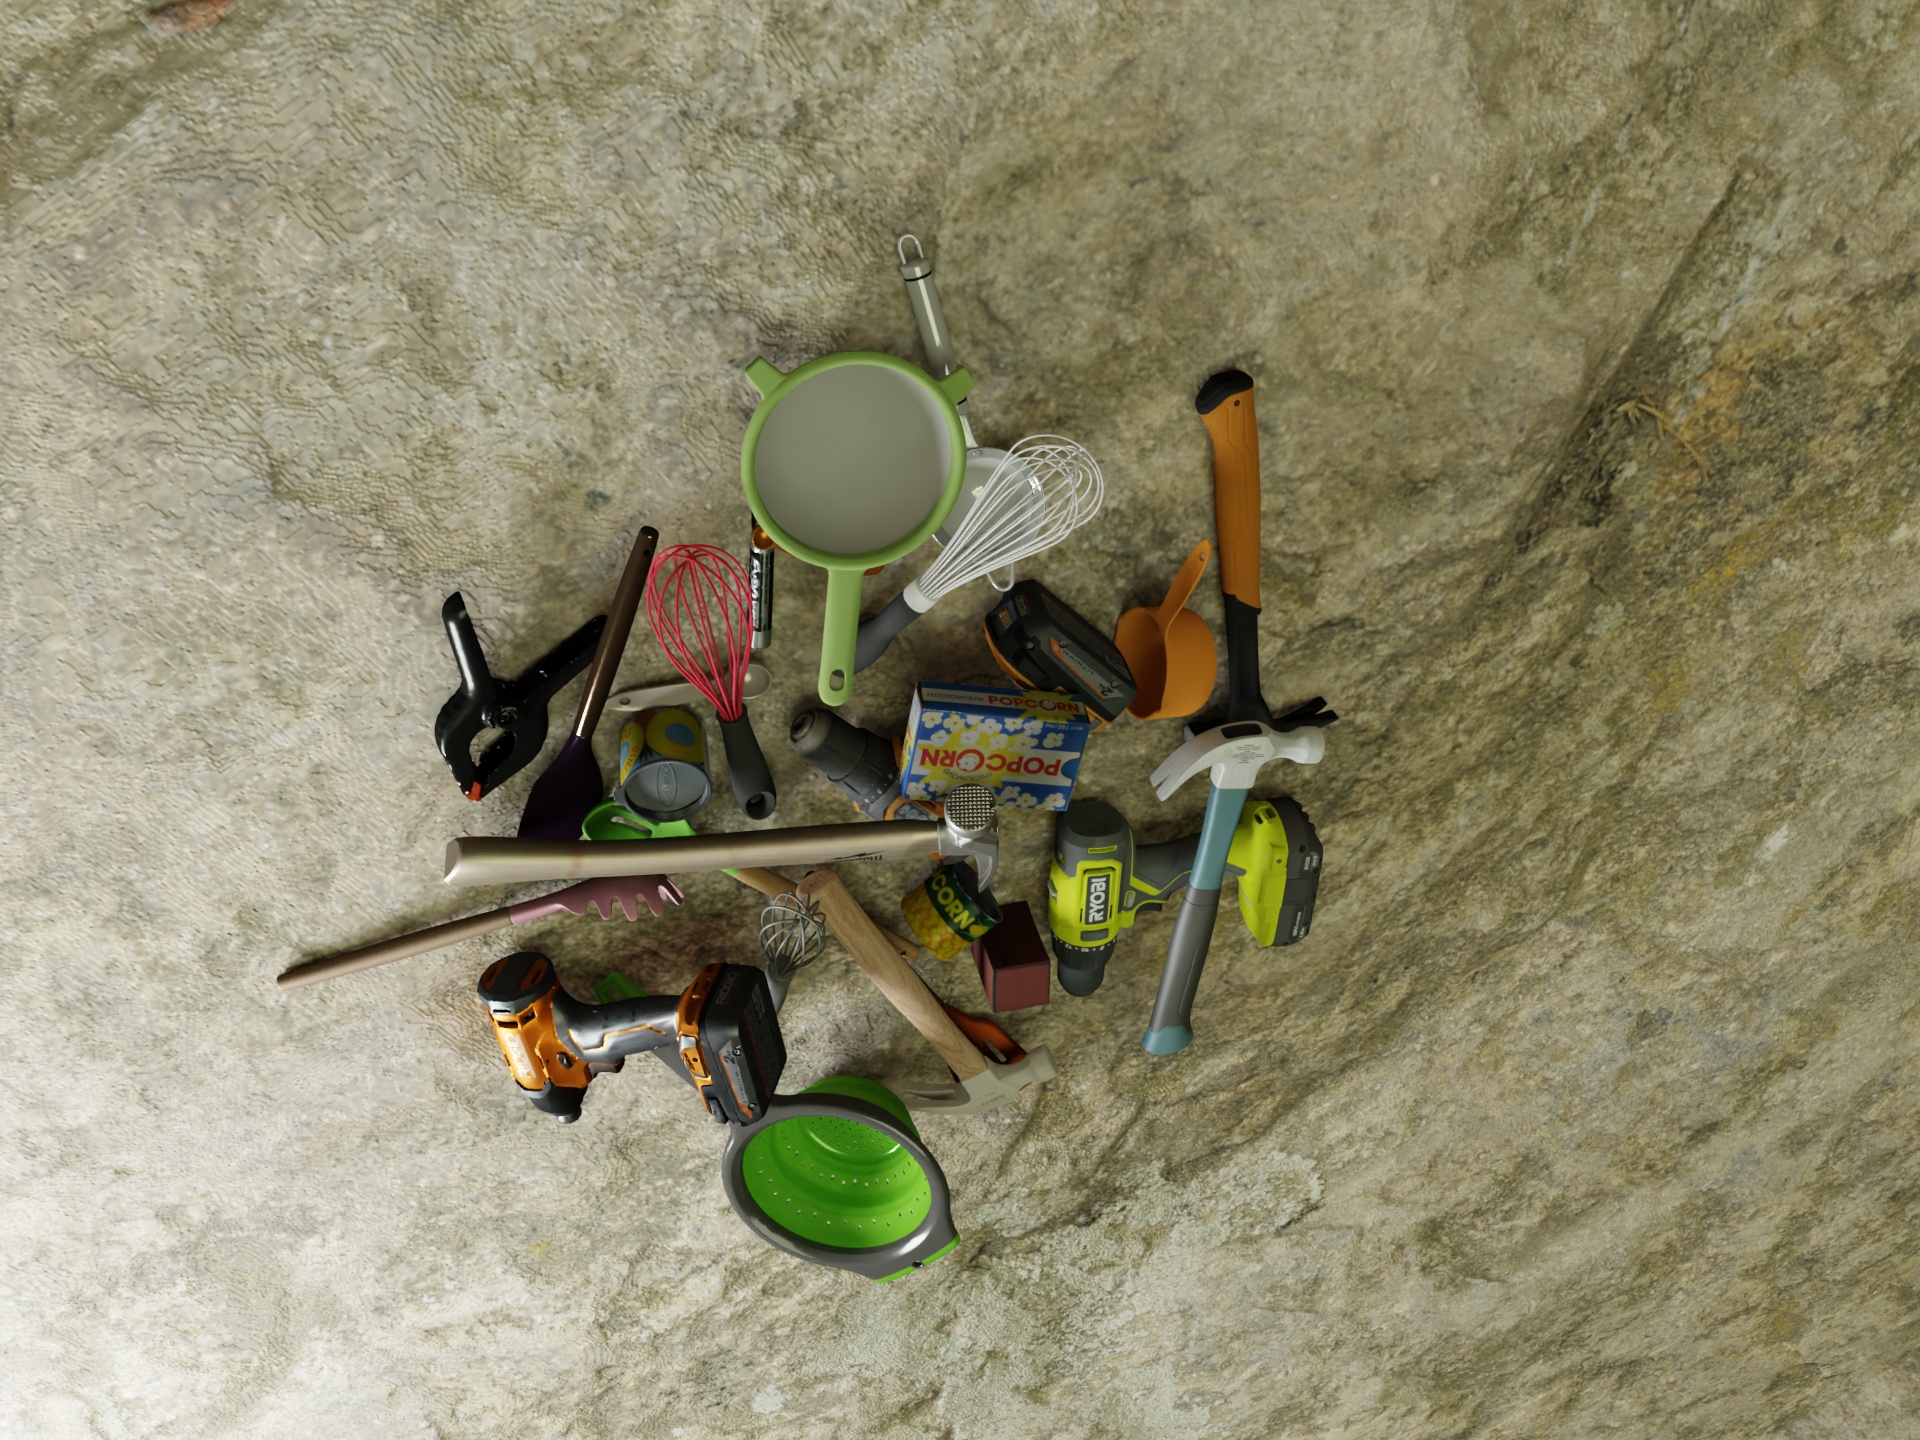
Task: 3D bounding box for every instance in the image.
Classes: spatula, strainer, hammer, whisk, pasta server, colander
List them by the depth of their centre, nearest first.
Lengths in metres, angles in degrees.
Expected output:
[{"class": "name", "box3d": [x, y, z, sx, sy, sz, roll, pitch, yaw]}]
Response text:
[{"class": "strainer", "box3d": [-0.082, -0.136, 1.094, 0.151, 0.069, 0.256, -1, 120, -16]}, {"class": "strainer", "box3d": [0.000, -0.210, 1.094, 0.087, 0.050, 0.258, -13, 122, 7]}, {"class": "whisk", "box3d": [-0.008, -0.106, 1.111, 0.070, 0.070, 0.284, 26, 136, -30]}, {"class": "spatula", "box3d": [-0.262, -0.011, 1.140, 0.059, 0.018, 0.315, -2, 135, -34]}, {"class": "whisk", "box3d": [-0.167, -0.018, 1.142, 0.073, 0.073, 0.295, -15, 141, -7]}, {"class": "hammer", "box3d": [-0.176, 0.101, 1.191, 0.410, 0.038, 0.146, -3, 155, 1]}, {"class": "hammer", "box3d": [0.225, -0.115, 1.234, 0.127, 0.034, 0.336, -16, 127, -6]}, {"class": "pasta server", "box3d": [-0.374, 0.167, 1.240, 0.316, 0.060, 0.040, -16, 98, -3]}, {"class": "whisk", "box3d": [-0.147, 0.199, 1.284, 0.055, 0.055, 0.238, -1, 150, -17]}, {"class": "hammer", "box3d": [0.201, 0.146, 1.317, 0.128, 0.033, 0.330, 1, 121, -12]}, {"class": "hammer", "box3d": [-0.043, 0.236, 1.345, 0.130, 0.031, 0.331, -28, 128, 10]}, {"class": "spatula", "box3d": [-0.040, 0.234, 1.390, 0.081, 0.041, 0.322, -32, 126, 9]}, {"class": "colander", "box3d": [-0.158, 0.332, 1.400, 0.204, 0.095, 0.396, -35, 110, 27]}]

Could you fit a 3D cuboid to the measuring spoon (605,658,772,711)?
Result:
[{"class": "measuring spoon", "box3d": [-0.202, -0.026, 1.178, 0.124, 0.018, 0.034, -10, 135, -3]}]

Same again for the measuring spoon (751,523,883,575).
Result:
[{"class": "measuring spoon", "box3d": [-0.101, -0.121, 1.130, 0.116, 0.011, 0.021, 11, 112, -42]}]

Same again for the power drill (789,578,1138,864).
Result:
[{"class": "power drill", "box3d": [-0.002, -0.004, 1.216, 0.226, 0.084, 0.185, -43, 124, 19]}]

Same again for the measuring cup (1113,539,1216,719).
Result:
[{"class": "measuring cup", "box3d": [0.172, -0.072, 1.198, 0.052, 0.095, 0.173, -2, 141, -24]}]

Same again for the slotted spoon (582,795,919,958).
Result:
[{"class": "slotted spoon", "box3d": [-0.159, 0.129, 1.274, 0.313, 0.031, 0.070, 30, 125, -28]}]

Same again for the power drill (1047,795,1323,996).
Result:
[{"class": "power drill", "box3d": [0.186, 0.152, 1.383, 0.228, 0.080, 0.190, -6, 124, -10]}]

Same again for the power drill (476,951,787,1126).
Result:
[{"class": "power drill", "box3d": [-0.261, 0.265, 1.276, 0.226, 0.084, 0.164, 0, 123, 14]}]
